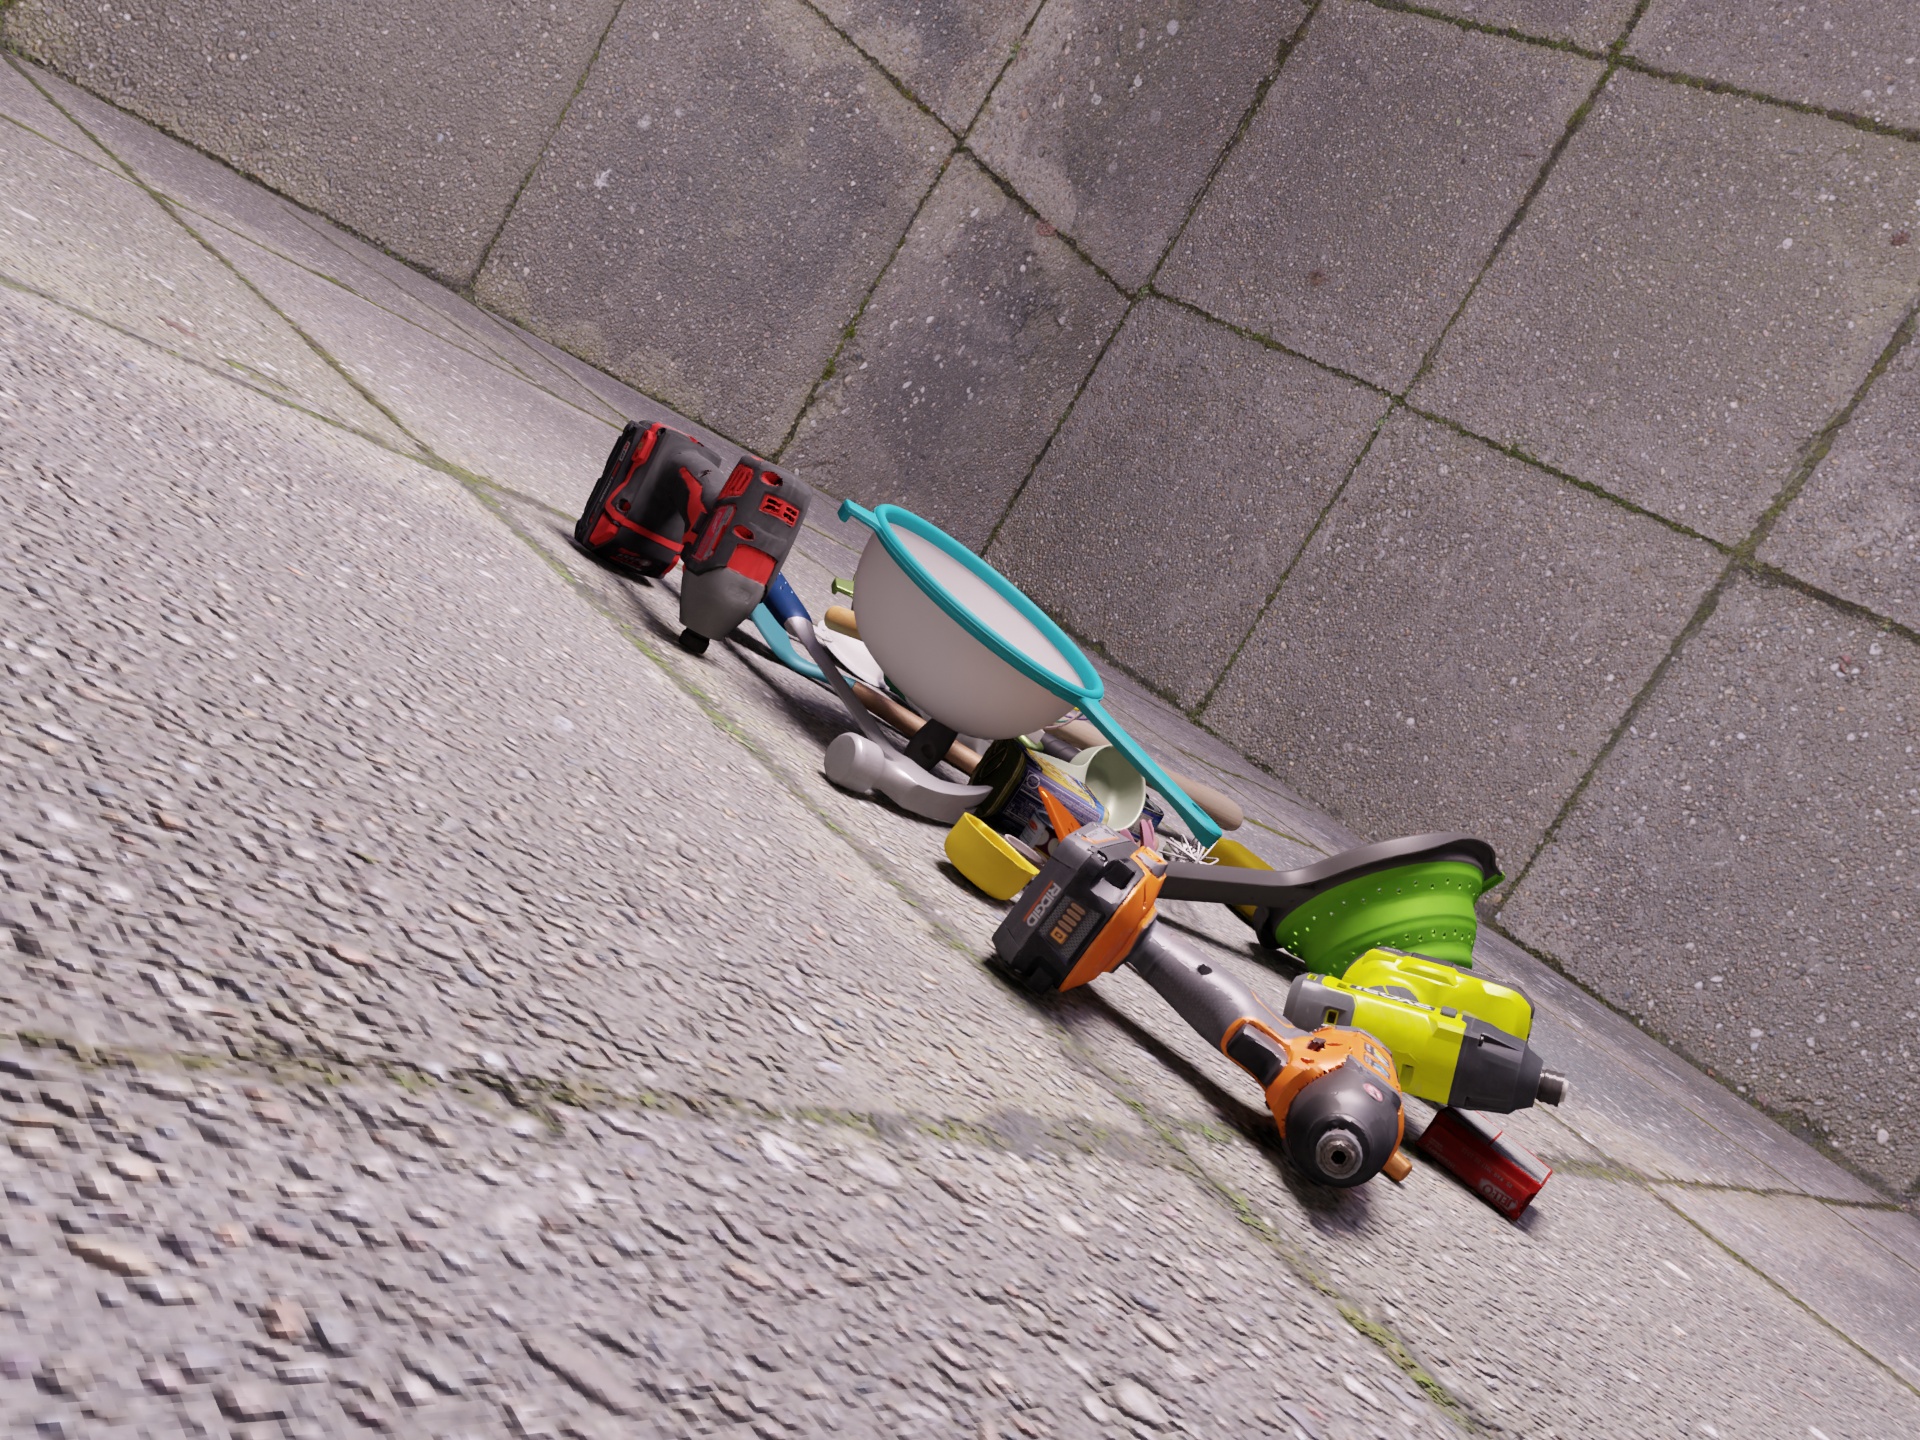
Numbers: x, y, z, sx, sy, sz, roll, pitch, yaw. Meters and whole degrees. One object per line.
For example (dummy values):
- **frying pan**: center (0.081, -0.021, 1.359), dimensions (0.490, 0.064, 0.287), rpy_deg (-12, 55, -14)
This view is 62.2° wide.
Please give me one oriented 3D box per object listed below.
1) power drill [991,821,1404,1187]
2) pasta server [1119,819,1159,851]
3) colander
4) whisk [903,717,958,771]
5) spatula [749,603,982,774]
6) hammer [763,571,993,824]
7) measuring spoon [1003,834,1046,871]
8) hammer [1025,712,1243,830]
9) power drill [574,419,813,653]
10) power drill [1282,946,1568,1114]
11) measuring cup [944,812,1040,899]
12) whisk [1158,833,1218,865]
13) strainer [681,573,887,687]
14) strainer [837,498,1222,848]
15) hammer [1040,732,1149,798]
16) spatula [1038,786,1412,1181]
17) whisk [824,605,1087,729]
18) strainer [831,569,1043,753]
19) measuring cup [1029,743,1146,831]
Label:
- **power drill**: center (0.130, 0.152, 0.827), dimensions (0.226, 0.084, 0.164), rpy_deg (37, 9, 10)
- **pasta server**: center (0.147, 0.105, 1.333), dimensions (0.040, 0.060, 0.316), rpy_deg (67, 10, 5)
- **colander**: center (0.281, 0.168, 1.252), dimensions (0.396, 0.204, 0.095), rpy_deg (8, 55, -33)
- **whisk**: center (-0.002, -0.003, 1.265), dimensions (0.055, 0.055, 0.239), rpy_deg (32, 24, 4)
- **spatula**: center (-0.061, -0.021, 1.293), dimensions (0.317, 0.044, 0.082), rpy_deg (32, 12, -6)
- **hammer**: center (-0.111, -0.060, 1.170), dimensions (0.144, 0.035, 0.406), rpy_deg (26, 18, -43)
- **measuring spoon**: center (0.073, 0.121, 1.051), dimensions (0.124, 0.018, 0.034), rpy_deg (40, 7, 10)
- **hammer**: center (0.158, 0.039, 1.532), dimensions (0.410, 0.038, 0.146), rpy_deg (27, 8, -43)
- **power drill**: center (-0.200, -0.139, 1.178), dimensions (0.078, 0.143, 0.220), rpy_deg (24, 4, -38)
- **power drill**: center (0.317, 0.211, 1.067), dimensions (0.171, 0.080, 0.223), rpy_deg (14, 2, 21)
- **measuring cup**: center (0.047, 0.111, 0.988), dimensions (0.156, 0.029, 0.062), rpy_deg (41, 3, -33)
- **whisk**: center (0.192, 0.117, 1.357), dimensions (0.058, 0.059, 0.246), rpy_deg (28, 0, 4)
- **strainer**: center (-0.141, -0.087, 1.423), dimensions (0.258, 0.050, 0.087), rpy_deg (21, 27, -40)
- **strainer**: center (0.037, -0.010, 1.124), dimensions (0.341, 0.095, 0.211), rpy_deg (47, 15, 19)
- **hammer**: center (0.051, -0.002, 1.644), dimensions (0.335, 0.035, 0.146), rpy_deg (34, 9, 16)
- **spatula**: center (0.152, 0.157, 0.973), dimensions (0.323, 0.041, 0.081), rpy_deg (41, -1, 33)
- **whisk**: center (-0.003, -0.047, 1.256), dimensions (0.245, 0.051, 0.047), rpy_deg (21, 33, 22)
- **strainer**: center (-0.020, -0.047, 1.556), dimensions (0.256, 0.069, 0.151), rpy_deg (49, 34, 12)
- **measuring cup**: center (0.088, 0.049, 1.366), dimensions (0.167, 0.083, 0.038), rpy_deg (17, -16, -35)
